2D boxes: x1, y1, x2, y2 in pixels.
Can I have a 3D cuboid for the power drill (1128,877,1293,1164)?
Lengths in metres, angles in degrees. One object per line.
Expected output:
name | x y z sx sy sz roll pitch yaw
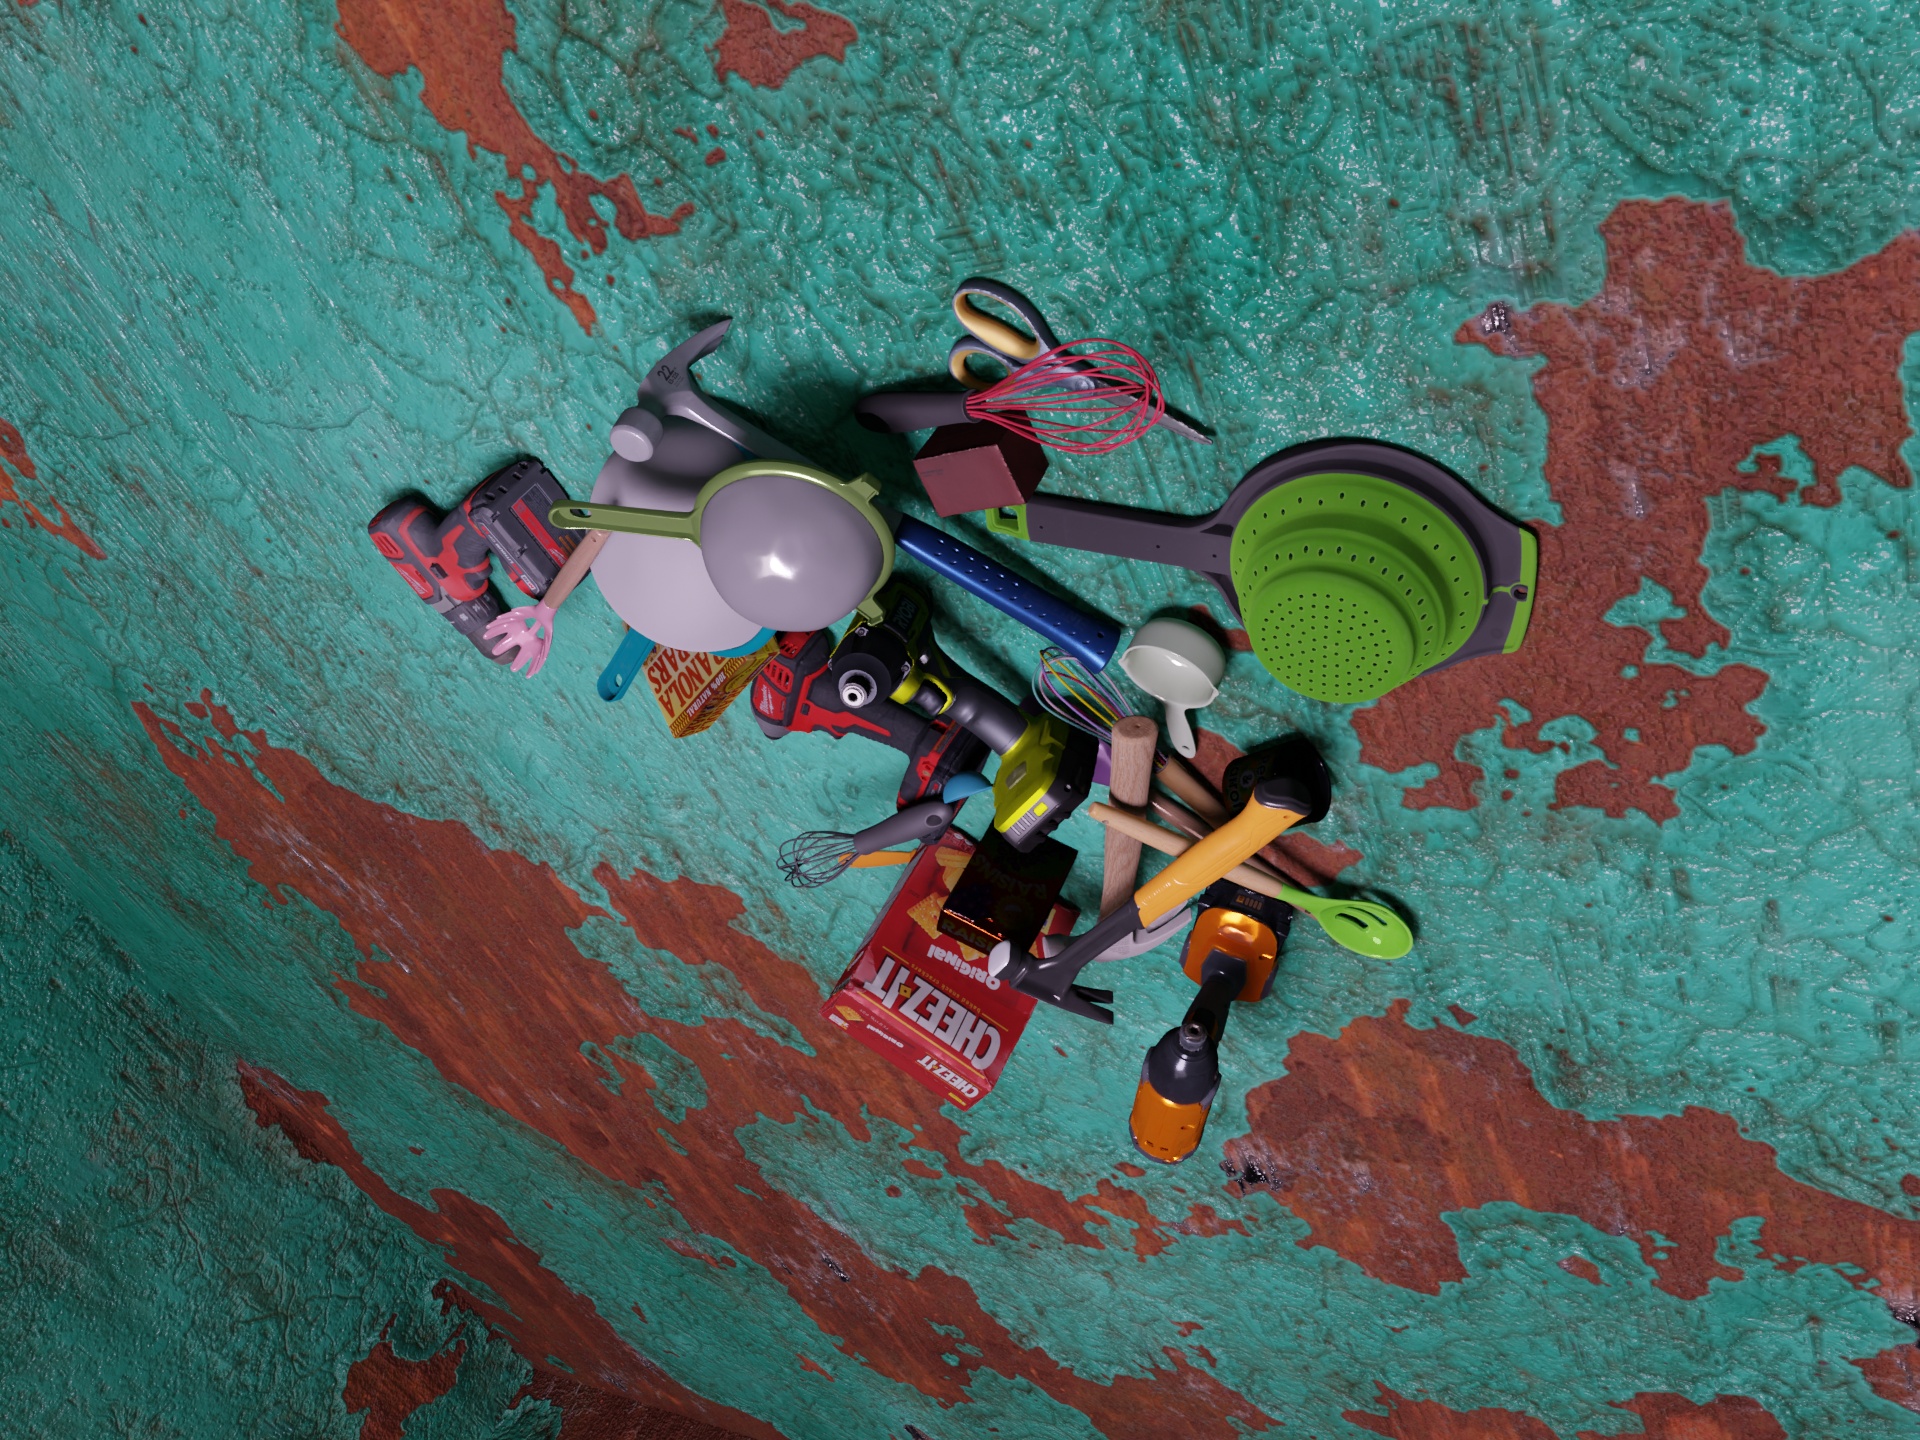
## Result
power drill | 0.210 0.241 1.339 0.084 0.227 0.164 20 139 14

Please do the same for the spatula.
spatula | 0.177 0.079 1.356 0.316 0.018 0.059 34 136 -1

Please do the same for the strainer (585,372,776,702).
strainer | -0.266 -0.107 1.312 0.211 0.095 0.340 55 135 14

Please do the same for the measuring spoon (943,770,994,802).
measuring spoon | 0.029 0.045 1.350 0.042 0.128 0.021 -23 85 38

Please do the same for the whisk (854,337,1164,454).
whisk | 0.023 -0.216 1.088 0.296 0.073 0.073 8 137 48

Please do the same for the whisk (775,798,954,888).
whisk | -0.088 0.106 1.421 0.239 0.055 0.055 -24 116 44

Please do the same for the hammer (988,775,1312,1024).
hammer | 0.165 0.146 1.281 0.127 0.034 0.336 26 134 -21

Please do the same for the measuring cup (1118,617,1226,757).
measuring cup | 0.175 -0.024 1.246 0.083 0.038 0.167 19 156 24

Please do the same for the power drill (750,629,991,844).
power drill | -0.089 0.010 1.416 0.220 0.079 0.143 30 141 6

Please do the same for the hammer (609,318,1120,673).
hammer | -0.055 -0.157 1.202 0.405 0.144 0.035 30 144 -12

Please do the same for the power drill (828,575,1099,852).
power drill | -0.002 -0.004 1.261 0.223 0.171 0.080 39 117 -10

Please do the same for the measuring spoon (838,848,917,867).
measuring spoon | -0.080 0.141 1.593 0.117 0.011 0.021 -7 127 38

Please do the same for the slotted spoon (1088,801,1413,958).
slotted spoon | 0.239 0.127 1.296 0.313 0.031 0.070 24 144 -19

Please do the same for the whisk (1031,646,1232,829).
whisk | 0.148 0.025 1.293 0.244 0.051 0.047 41 166 -19

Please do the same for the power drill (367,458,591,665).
power drill | -0.433 -0.140 1.482 0.227 0.080 0.187 -9 126 42

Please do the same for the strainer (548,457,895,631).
strainer | -0.178 -0.118 1.143 0.256 0.069 0.151 7 143 4

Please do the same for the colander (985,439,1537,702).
colander | 0.185 -0.096 1.107 0.397 0.094 0.204 12 137 22

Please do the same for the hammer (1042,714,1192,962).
hammer | 0.139 0.108 1.334 0.130 0.031 0.331 -8 141 -6

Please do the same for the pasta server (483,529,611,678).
pasta server | -0.340 -0.103 1.326 0.060 0.040 0.316 44 152 -10
